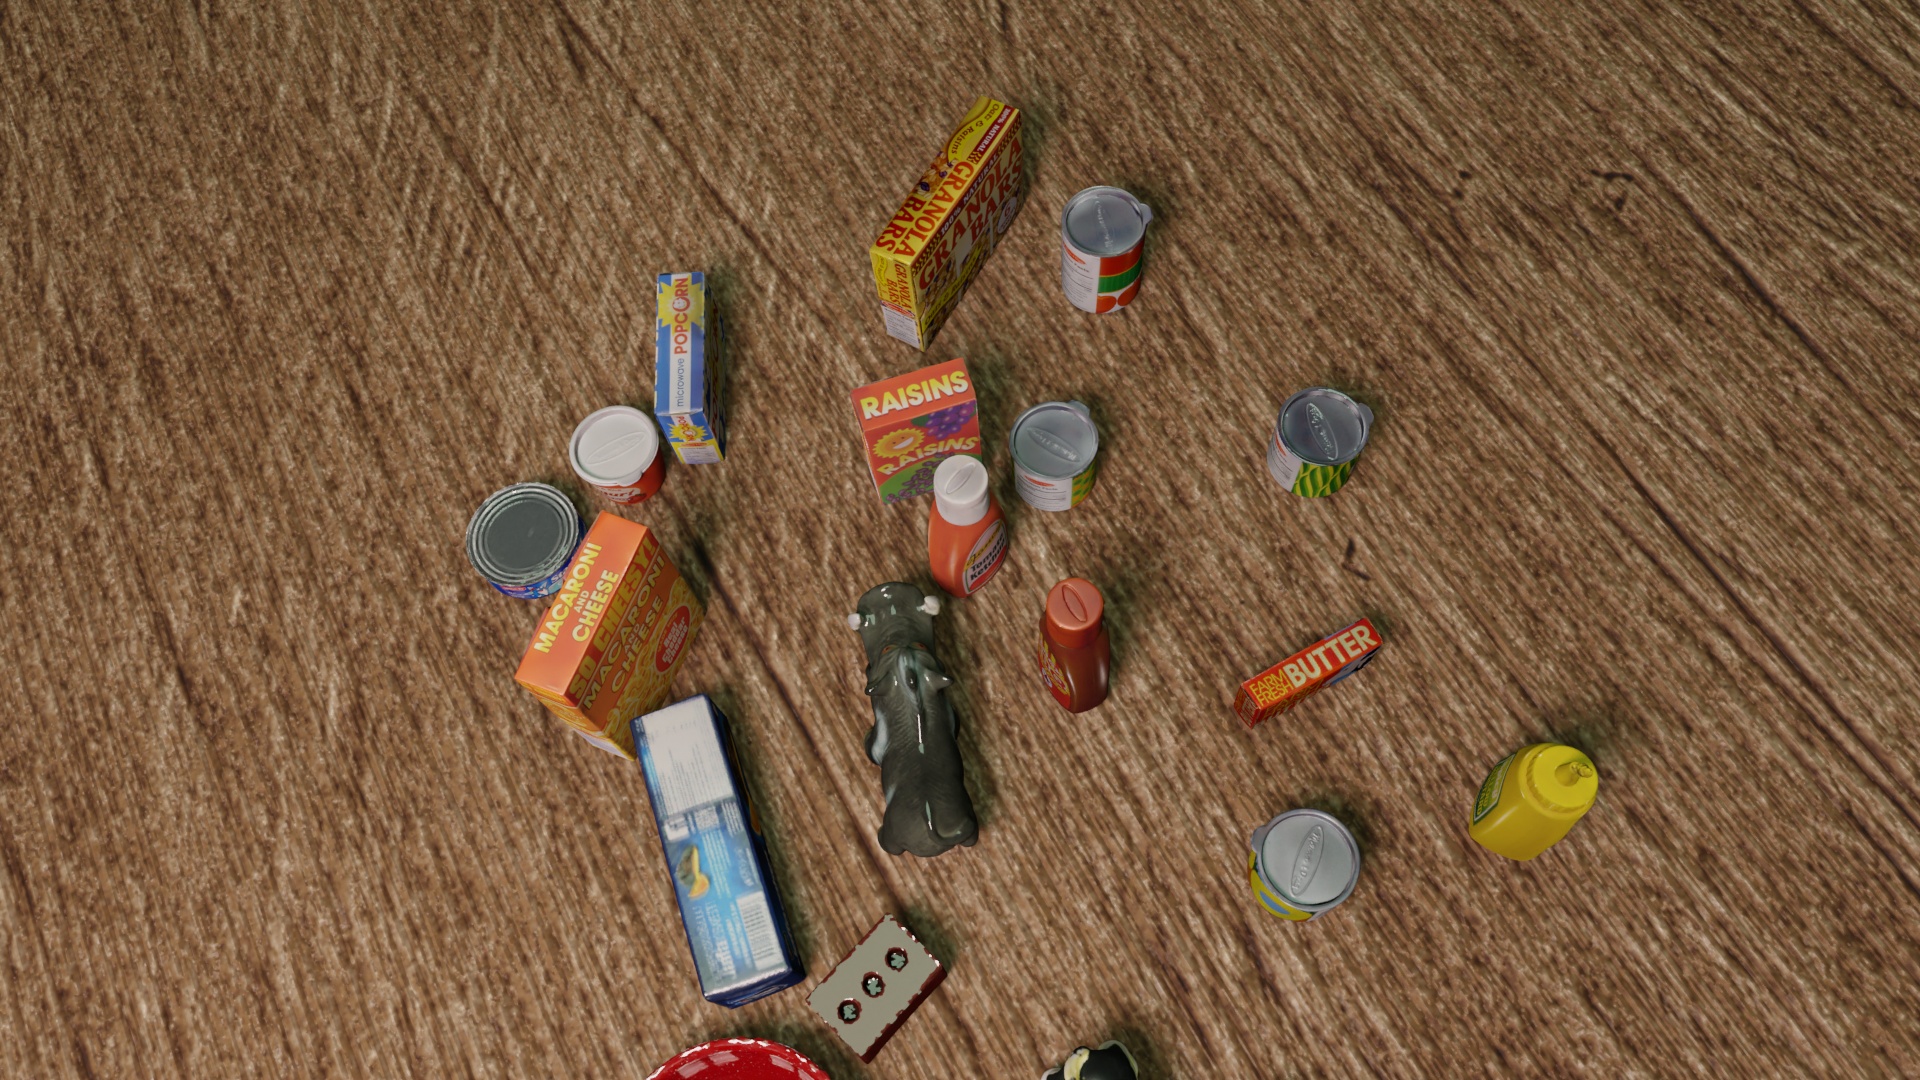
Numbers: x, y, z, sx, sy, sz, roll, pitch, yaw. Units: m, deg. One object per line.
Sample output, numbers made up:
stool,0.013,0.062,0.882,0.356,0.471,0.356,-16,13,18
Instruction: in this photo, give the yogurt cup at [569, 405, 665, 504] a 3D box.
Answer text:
yogurt cup,-0.260,-0.063,1.070,0.072,0.053,0.072,-1,66,3

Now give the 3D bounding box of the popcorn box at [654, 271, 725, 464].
popcorn box,-0.209,-0.133,1.081,0.038,0.085,0.127,-5,66,2

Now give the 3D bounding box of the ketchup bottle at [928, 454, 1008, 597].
ketchup bottle,0.003,-0.012,0.980,0.043,0.148,0.065,36,74,17

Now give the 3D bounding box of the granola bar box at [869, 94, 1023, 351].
granola bar box,-0.006,-0.248,1.098,0.039,0.123,0.166,27,71,14

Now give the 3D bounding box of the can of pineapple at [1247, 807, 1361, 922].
can of pineapple,0.224,0.214,0.917,0.071,0.057,0.071,-1,67,3

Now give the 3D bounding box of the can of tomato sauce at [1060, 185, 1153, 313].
can of tomato sauce,0.115,-0.230,1.105,0.071,0.082,0.071,-1,67,3

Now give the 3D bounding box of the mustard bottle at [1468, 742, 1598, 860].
mustard bottle,0.366,0.159,0.877,0.049,0.159,0.065,24,70,13

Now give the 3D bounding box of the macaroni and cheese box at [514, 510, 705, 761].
macaroni and cheese box,-0.235,0.070,0.950,0.040,0.165,0.124,18,69,11

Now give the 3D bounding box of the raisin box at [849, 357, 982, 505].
raisin box,-0.029,-0.079,1.026,0.086,0.123,0.040,-16,67,-3

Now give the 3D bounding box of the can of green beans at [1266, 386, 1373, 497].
can of green beans,0.267,-0.073,1.040,0.071,0.057,0.071,-1,67,3

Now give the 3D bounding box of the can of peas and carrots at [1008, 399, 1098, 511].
can of peas and carrots,0.072,-0.065,1.048,0.071,0.058,0.071,-1,67,3

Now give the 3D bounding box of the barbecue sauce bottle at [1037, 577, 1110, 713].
barbecue sauce bottle,0.077,0.068,0.941,0.044,0.148,0.065,-24,67,-7

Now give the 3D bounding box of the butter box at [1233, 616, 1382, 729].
butter box,0.242,0.094,0.971,0.104,0.053,0.024,-27,68,-8
